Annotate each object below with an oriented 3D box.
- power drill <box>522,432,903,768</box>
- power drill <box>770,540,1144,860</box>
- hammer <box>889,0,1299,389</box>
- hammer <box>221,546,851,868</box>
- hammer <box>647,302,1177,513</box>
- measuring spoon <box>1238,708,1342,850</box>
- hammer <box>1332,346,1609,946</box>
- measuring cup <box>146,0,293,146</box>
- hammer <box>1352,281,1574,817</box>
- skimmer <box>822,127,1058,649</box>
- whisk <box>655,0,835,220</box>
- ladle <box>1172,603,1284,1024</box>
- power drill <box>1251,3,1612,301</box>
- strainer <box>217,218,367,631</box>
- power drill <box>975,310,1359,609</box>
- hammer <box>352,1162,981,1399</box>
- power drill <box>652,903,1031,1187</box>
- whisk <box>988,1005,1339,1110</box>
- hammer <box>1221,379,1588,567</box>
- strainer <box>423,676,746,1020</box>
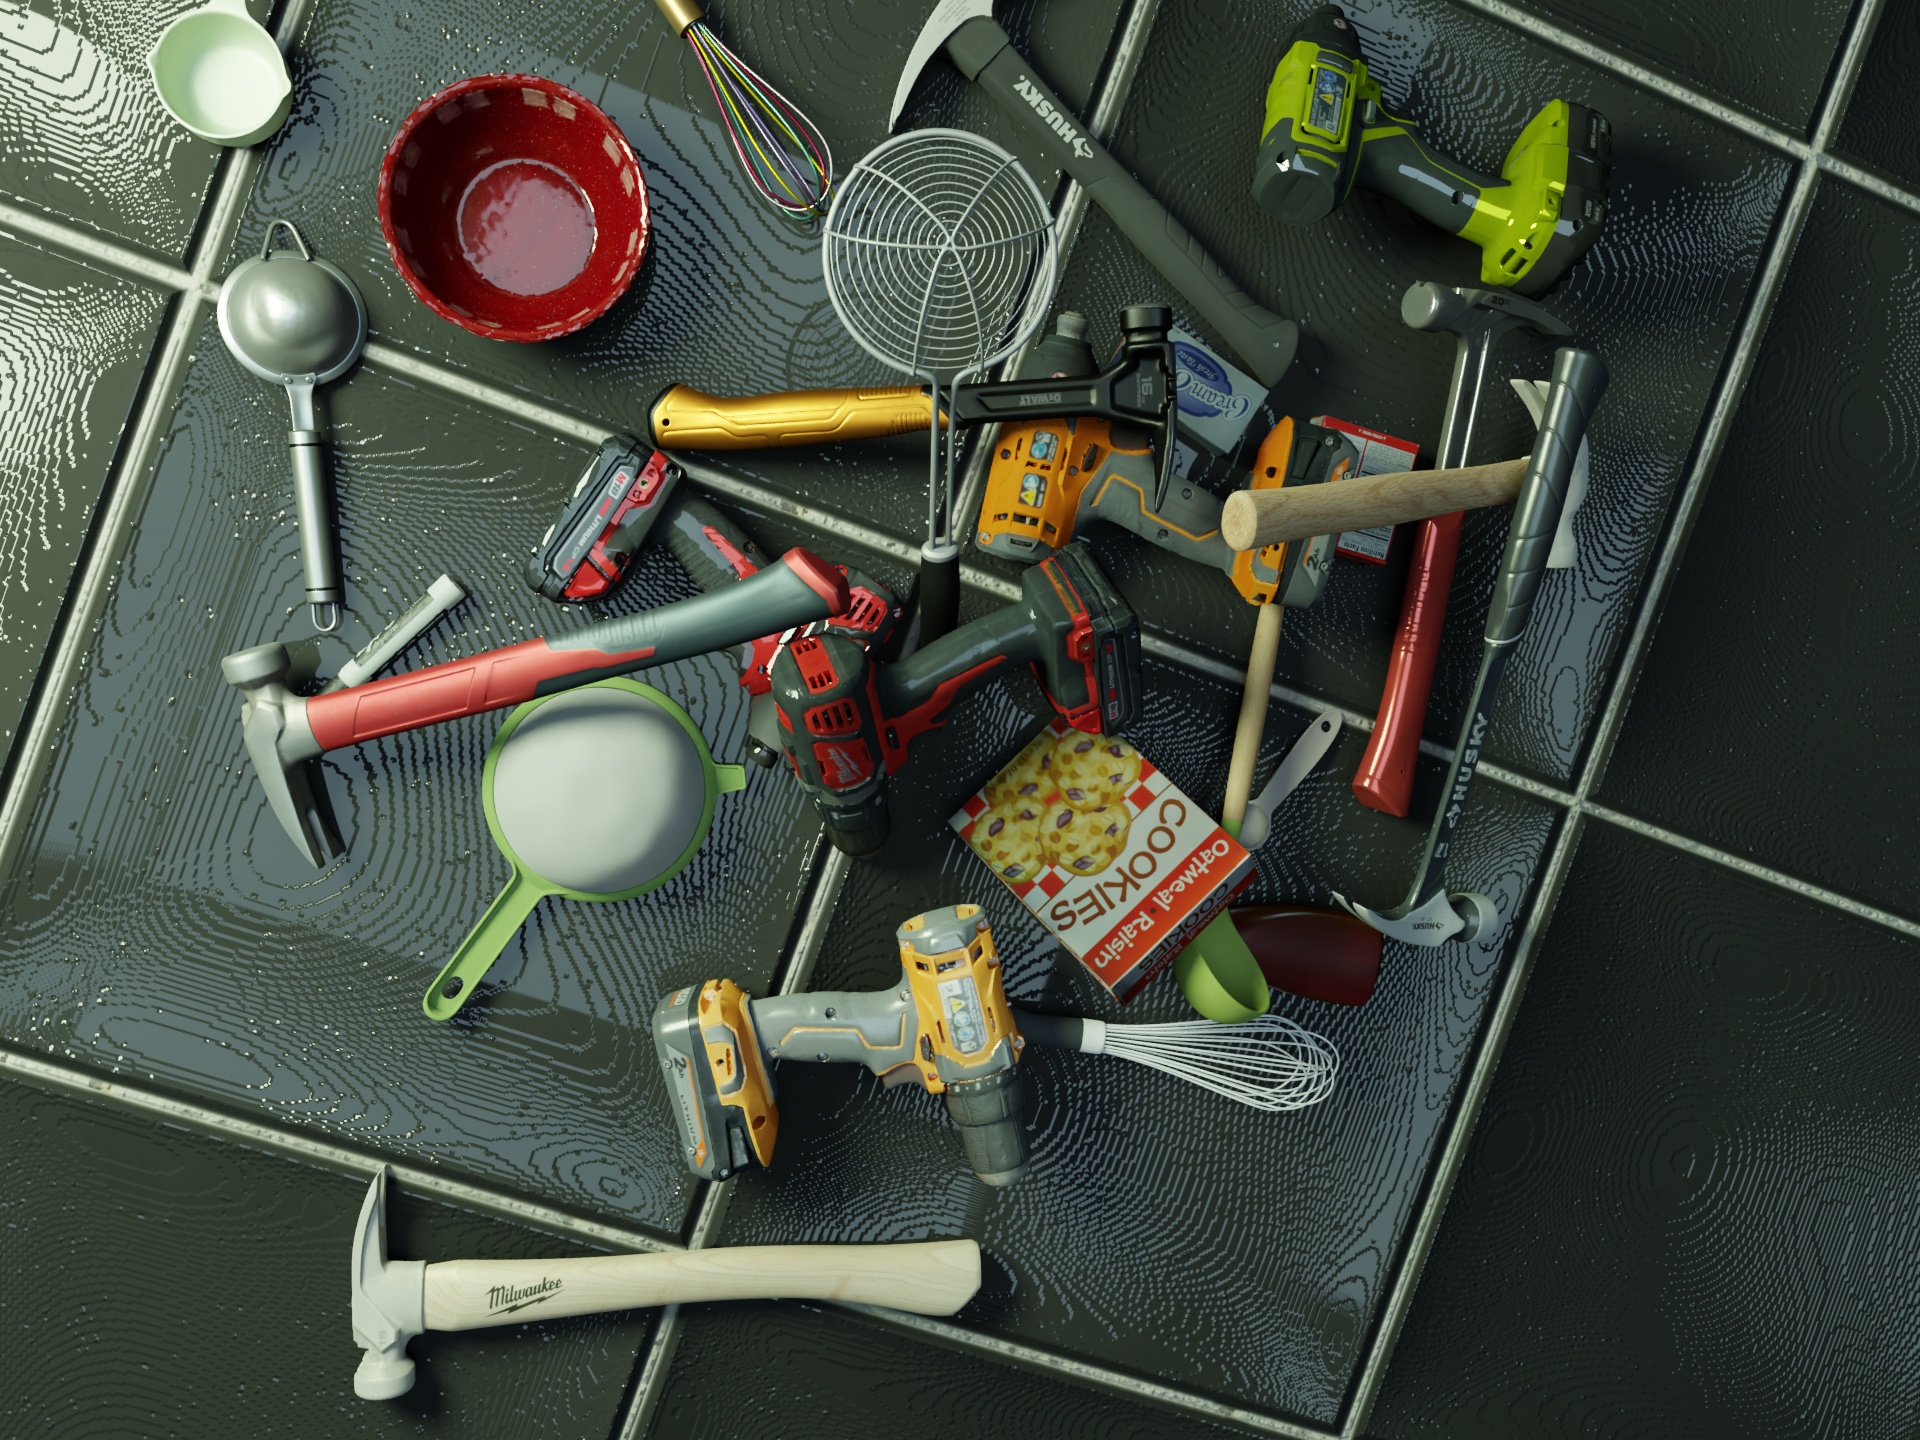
[{"bbox_3d":[-0.160,-0.074,1.020,0.219,0.078,0.143,32,89,-12],"label":"power drill"},{"bbox_3d":[-0.002,-0.003,1.013,0.226,0.080,0.187,-21,140,-9],"label":"power drill"},{"bbox_3d":[0.101,-0.348,1.061,0.334,0.035,0.146,44,86,-9],"label":"hammer"},{"bbox_3d":[-0.248,-0.018,0.963,0.386,0.038,0.143,-13,104,9],"label":"hammer"},{"bbox_3d":[-0.033,-0.188,1.003,0.337,0.034,0.127,-1,97,9],"label":"hammer"},{"bbox_3d":[0.227,0.040,1.119,0.034,0.018,0.124,42,80,-9],"label":"measuring spoon"},{"bbox_3d":[0.351,-0.040,1.055,0.149,0.036,0.409,3,105,-36],"label":"hammer"},{"bbox_3d":[-0.441,-0.434,0.970,0.083,0.038,0.167,8,91,-9],"label":"measuring cup"},{"bbox_3d":[0.333,-0.111,1.099,0.149,0.037,0.359,3,100,-35],"label":"hammer"},{"bbox_3d":[-0.014,-0.166,0.951,0.127,0.363,0.090,-5,52,-6],"label":"skimmer"},{"bbox_3d":[-0.156,-0.424,1.017,0.047,0.051,0.245,-37,95,-26],"label":"whisk"},{"bbox_3d":[0.198,0.043,1.067,0.078,0.062,0.320,24,74,-44],"label":"ladle"},{"bbox_3d":[0.311,-0.382,1.057,0.223,0.080,0.171,18,64,-8],"label":"power drill"},{"bbox_3d":[-0.408,-0.184,0.992,0.087,0.050,0.258,-7,98,-23],"label":"strainer"},{"bbox_3d":[0.136,-0.167,1.039,0.226,0.084,0.164,12,100,0],"label":"power drill"},{"bbox_3d":[-0.190,0.364,1.063,0.410,0.038,0.146,0,92,-9],"label":"hammer"},{"bbox_3d":[-0.068,0.234,1.039,0.226,0.084,0.185,-14,96,-1],"label":"power drill"},{"bbox_3d":[0.122,0.221,1.093,0.284,0.070,0.070,9,92,-5],"label":"whisk"},{"bbox_3d":[0.294,-0.146,1.017,0.331,0.031,0.130,-12,109,-34],"label":"hammer"},{"bbox_3d":[-0.263,0.089,1.015,0.151,0.069,0.256,37,86,-9],"label":"strainer"}]
